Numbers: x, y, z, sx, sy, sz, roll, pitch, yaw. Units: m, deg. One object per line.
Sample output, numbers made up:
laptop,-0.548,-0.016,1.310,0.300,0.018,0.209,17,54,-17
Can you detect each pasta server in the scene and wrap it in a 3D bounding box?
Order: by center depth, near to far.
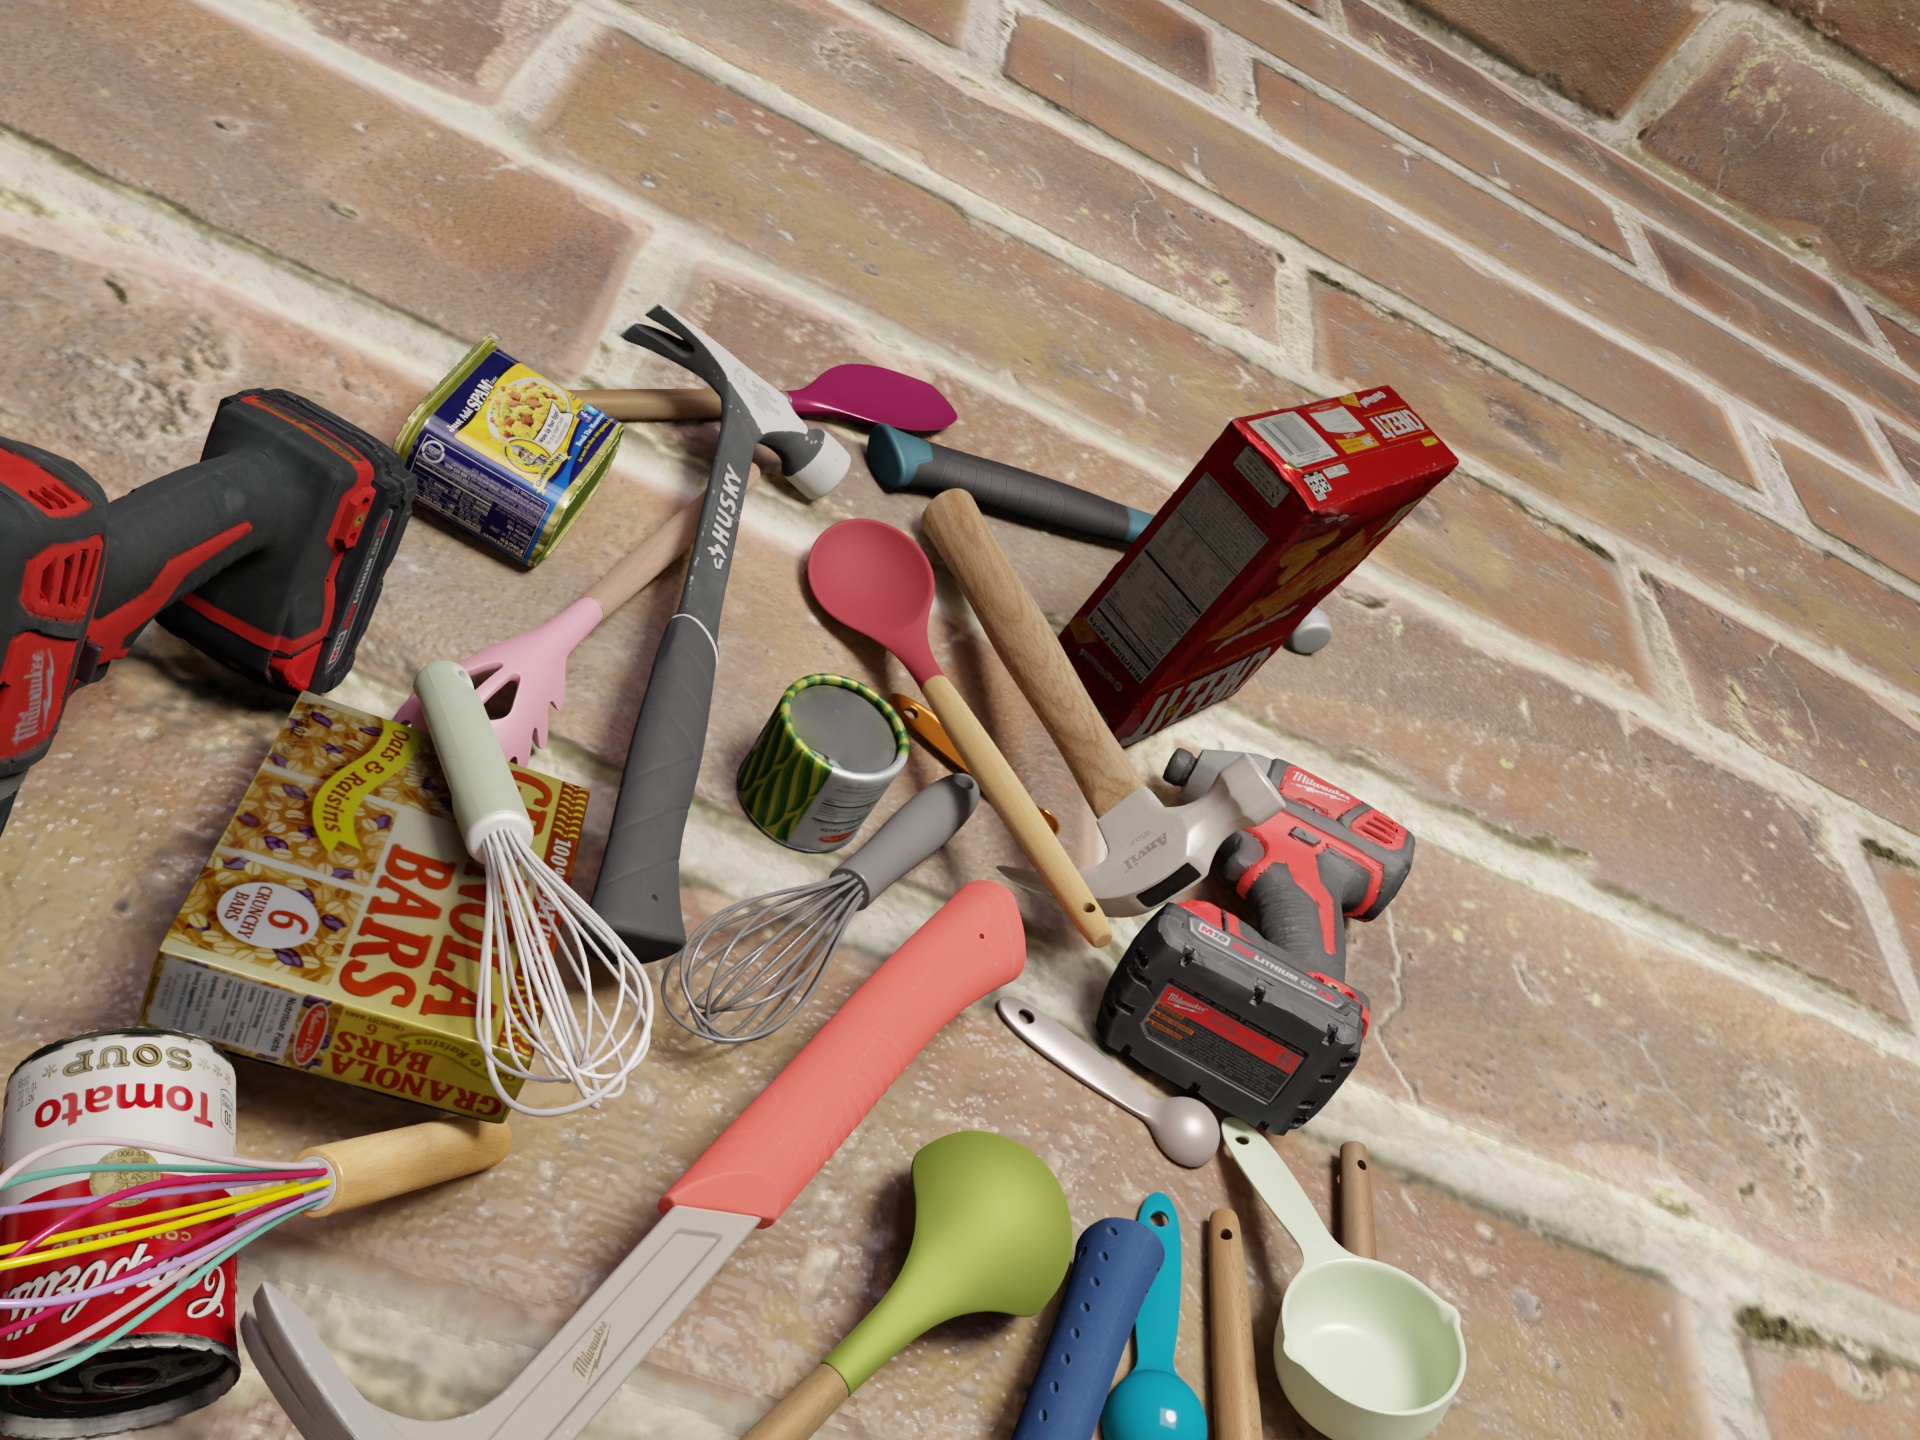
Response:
pasta server,-0.174,-0.061,0.791,0.060,0.040,0.316,34,36,-1

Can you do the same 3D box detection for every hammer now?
hammer,0.001,0.303,0.490,0.035,0.144,0.406,37,33,1
hammer,-0.075,0.151,0.586,0.149,0.036,0.359,43,37,4
hammer,-0.128,-0.054,0.760,0.149,0.036,0.409,41,33,-31
hammer,0.041,-0.025,0.841,0.031,0.130,0.332,43,13,-42
hammer,0.094,-0.132,1.040,0.330,0.033,0.128,13,45,-25

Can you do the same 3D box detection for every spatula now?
spatula,0.111,0.322,0.596,0.082,0.044,0.318,1,42,3
spatula,0.168,0.313,0.664,0.059,0.018,0.316,23,42,-9

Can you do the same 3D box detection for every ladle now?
ladle,-0.067,0.250,0.554,0.078,0.062,0.320,50,48,8
ladle,-0.001,-0.003,0.804,0.069,0.031,0.316,-18,47,-17

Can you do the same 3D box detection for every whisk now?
whisk,-0.202,0.141,0.468,0.051,0.047,0.245,52,8,15
whisk,-0.166,0.049,0.579,0.059,0.057,0.247,-32,44,-6
whisk,-0.053,0.076,0.727,0.055,0.055,0.239,42,35,8

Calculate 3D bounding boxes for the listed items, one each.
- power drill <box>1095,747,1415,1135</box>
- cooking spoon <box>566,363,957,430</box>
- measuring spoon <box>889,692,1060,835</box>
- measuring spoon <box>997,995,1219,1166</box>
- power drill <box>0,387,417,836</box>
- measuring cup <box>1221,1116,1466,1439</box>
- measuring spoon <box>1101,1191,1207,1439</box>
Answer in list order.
power drill,0.152,0.094,0.822,0.143,0.078,0.220,29,35,5
cooking spoon,-0.127,-0.190,0.955,0.318,0.017,0.069,-10,53,-42
measuring spoon,0.005,0.025,0.844,0.117,0.011,0.021,40,39,11
measuring spoon,0.071,0.164,0.743,0.124,0.018,0.034,35,40,1
power drill,-0.306,-0.024,0.574,0.080,0.188,0.227,29,21,0
measuring cup,0.154,0.245,0.703,0.083,0.038,0.168,-5,32,-19
measuring spoon,0.082,0.246,0.660,0.042,0.021,0.129,6,39,3
